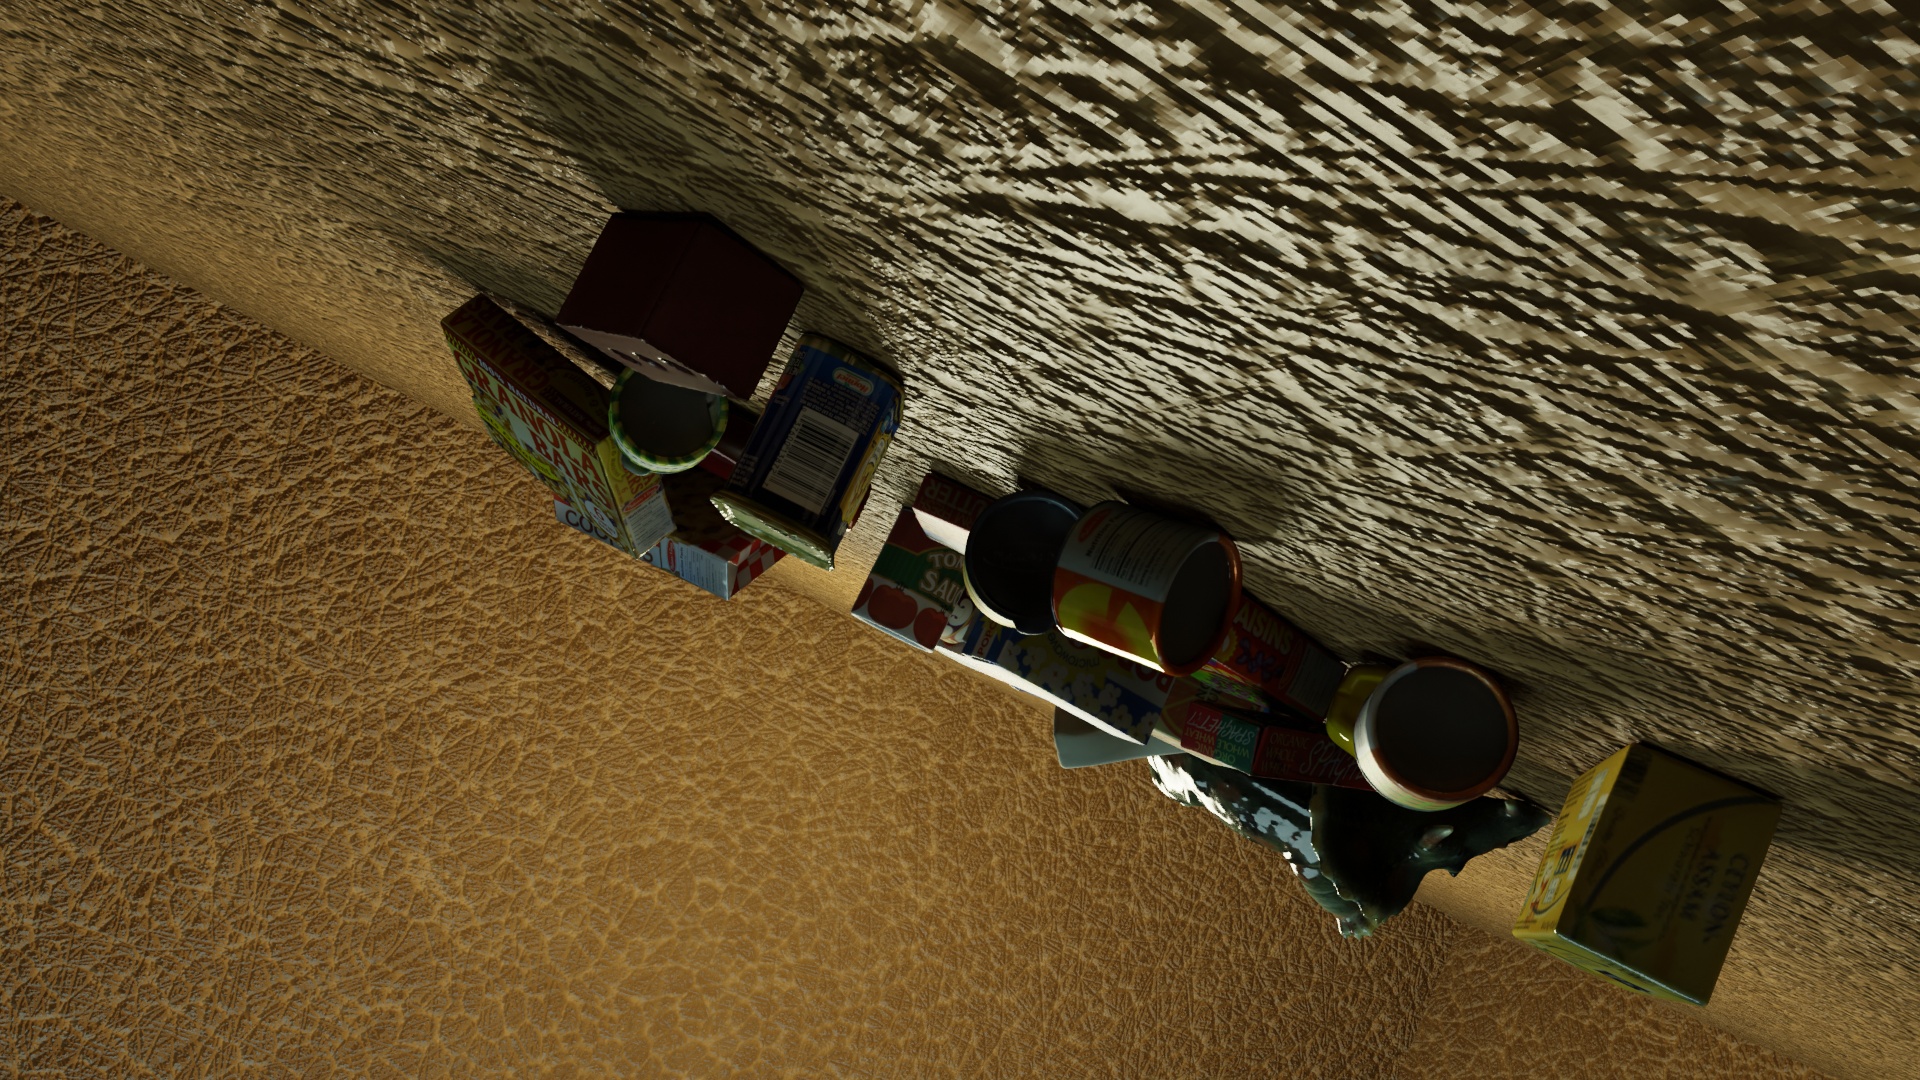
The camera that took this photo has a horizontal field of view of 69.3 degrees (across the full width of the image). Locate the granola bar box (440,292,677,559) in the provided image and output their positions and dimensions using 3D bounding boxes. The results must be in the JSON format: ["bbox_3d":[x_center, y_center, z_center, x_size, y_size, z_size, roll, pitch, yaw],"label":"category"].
[{"bbox_3d":[-0.270,-0.076,0.933,0.166,0.039,0.123,35,152,25],"label":"granola bar box"}]

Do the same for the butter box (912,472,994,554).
[{"bbox_3d":[0.003,-0.010,0.827,0.053,0.024,0.103,24,173,8],"label":"butter box"}]

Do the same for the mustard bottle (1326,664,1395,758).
[{"bbox_3d":[0.246,0.109,0.746,0.065,0.049,0.160,21,172,36],"label":"mustard bottle"}]

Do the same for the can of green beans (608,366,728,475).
[{"bbox_3d":[-0.170,-0.074,0.804,0.071,0.071,0.058,28,172,-12],"label":"can of green beans"}]

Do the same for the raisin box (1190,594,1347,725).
[{"bbox_3d":[0.139,0.052,0.751,0.123,0.040,0.086,30,172,-39],"label":"raisin box"}]

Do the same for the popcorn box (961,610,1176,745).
[{"bbox_3d":[0.074,0.057,0.819,0.126,0.085,0.038,31,170,-30],"label":"popcorn box"}]

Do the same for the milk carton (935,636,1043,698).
[{"bbox_3d":[0.038,0.072,1.100,0.073,0.072,0.190,31,171,-32],"label":"milk carton"}]

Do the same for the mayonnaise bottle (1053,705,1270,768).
[{"bbox_3d":[0.141,0.124,0.971,0.148,0.041,0.065,-10,-162,10],"label":"mayonnaise bottle"}]

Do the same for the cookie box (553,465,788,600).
[{"bbox_3d":[-0.202,-0.028,1.045,0.167,0.123,0.040,23,128,23],"label":"cookie box"}]

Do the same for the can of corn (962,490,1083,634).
[{"bbox_3d":[0.034,0.014,0.707,0.071,0.071,0.058,26,173,2],"label":"can of corn"}]

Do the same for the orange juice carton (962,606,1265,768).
[{"bbox_3d":[0.101,0.075,0.903,0.193,0.072,0.073,26,172,0],"label":"orange juice carton"}]

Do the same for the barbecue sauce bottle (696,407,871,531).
[{"bbox_3d":[-0.132,-0.053,0.911,0.148,0.044,0.064,27,168,-10],"label":"barbecue sauce bottle"}]

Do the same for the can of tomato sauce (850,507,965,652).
[{"bbox_3d":[-0.029,0.029,0.978,0.071,0.083,0.071,26,173,4],"label":"can of tomato sauce"}]

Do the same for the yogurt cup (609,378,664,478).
[{"bbox_3d":[-0.236,-0.083,1.009,0.072,0.054,0.072,26,172,4],"label":"yogurt cup"}]

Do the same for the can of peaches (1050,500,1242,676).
[{"bbox_3d":[0.083,0.022,0.613,0.058,0.071,0.071,18,169,40],"label":"can of peaches"}]

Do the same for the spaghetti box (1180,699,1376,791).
[{"bbox_3d":[0.220,0.124,0.806,0.250,0.028,0.050,15,-179,-44],"label":"spaghetti box"}]

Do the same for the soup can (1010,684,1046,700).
[{"bbox_3d":[0.084,0.109,1.218,0.071,0.071,0.084,31,170,-34],"label":"soup can"}]

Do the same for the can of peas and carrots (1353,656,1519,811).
[{"bbox_3d":[0.219,0.090,0.636,0.071,0.071,0.058,24,171,16],"label":"can of peas and carrots"}]

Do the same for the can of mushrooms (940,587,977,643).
[{"bbox_3d":[-0.008,0.046,1.080,0.033,0.071,0.071,29,172,-33],"label":"can of mushrooms"}]
